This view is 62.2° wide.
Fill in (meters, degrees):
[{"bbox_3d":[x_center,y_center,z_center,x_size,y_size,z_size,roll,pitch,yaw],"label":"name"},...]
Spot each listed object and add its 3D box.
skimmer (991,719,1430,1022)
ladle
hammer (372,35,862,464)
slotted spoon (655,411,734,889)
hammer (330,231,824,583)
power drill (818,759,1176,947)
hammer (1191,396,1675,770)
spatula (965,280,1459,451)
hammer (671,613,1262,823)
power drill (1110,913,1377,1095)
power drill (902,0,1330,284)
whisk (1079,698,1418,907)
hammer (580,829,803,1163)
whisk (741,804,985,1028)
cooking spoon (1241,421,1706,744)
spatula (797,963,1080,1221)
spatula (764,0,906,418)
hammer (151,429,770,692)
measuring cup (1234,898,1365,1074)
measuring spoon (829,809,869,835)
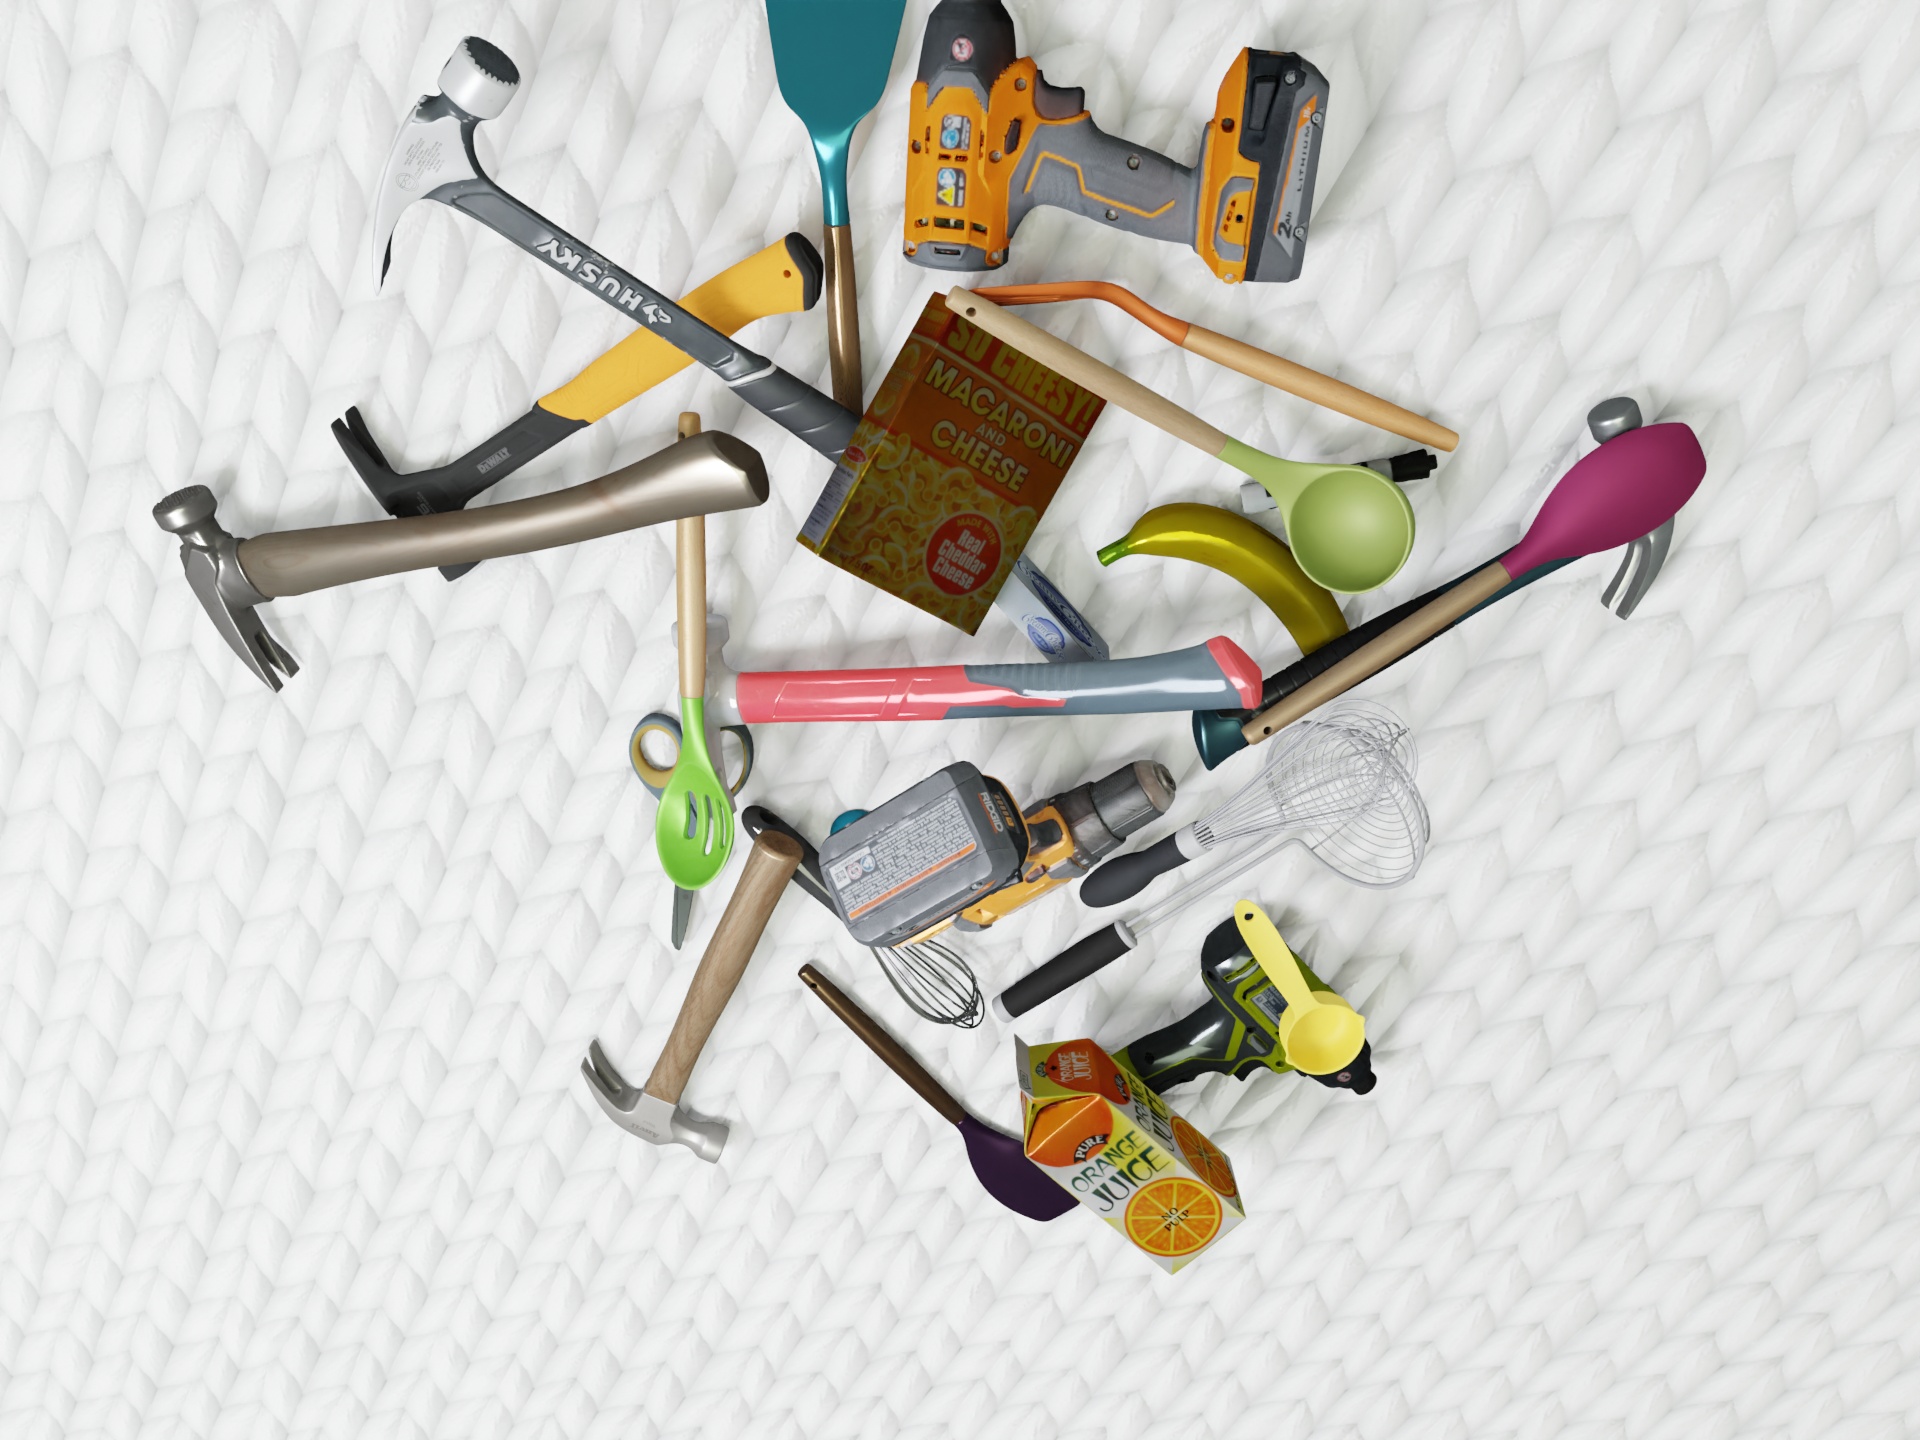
[{"bbox_3d":[0.157,0.127,1.106,0.363,0.090,0.127,-35,87,22],"label":"skimmer"},{"bbox_3d":[0.131,-0.166,0.925,0.320,0.062,0.078,25,126,-20],"label":"ladle"},{"bbox_3d":[-0.142,-0.207,0.921,0.408,0.036,0.149,30,126,-30],"label":"hammer"},{"bbox_3d":[-0.172,-0.041,1.029,0.070,0.031,0.313,13,110,33],"label":"slotted spoon"},{"bbox_3d":[-0.230,-0.207,0.975,0.337,0.034,0.127,-25,114,22],"label":"hammer"},{"bbox_3d":[0.033,0.078,1.031,0.185,0.226,0.084,-31,73,19],"label":"power drill"},{"bbox_3d":[0.292,-0.065,0.999,0.331,0.033,0.128,-30,114,7],"label":"hammer"},{"bbox_3d":[0.152,-0.214,0.952,0.322,0.081,0.041,19,96,-11],"label":"spatula"},{"bbox_3d":[-0.002,-0.003,1.020,0.386,0.038,0.143,-1,106,19],"label":"hammer"},{"bbox_3d":[0.186,0.265,1.187,0.223,0.080,0.171,-39,108,18],"label":"power drill"},{"bbox_3d":[0.083,-0.328,0.880,0.226,0.084,0.164,6,117,5],"label":"power drill"},{"bbox_3d":[0.176,0.065,1.036,0.070,0.070,0.284,42,133,-17],"label":"whisk"},{"bbox_3d":[-0.192,0.206,1.191,0.130,0.031,0.331,23,123,-7],"label":"hammer"},{"bbox_3d":[-0.070,0.143,1.161,0.055,0.055,0.239,-41,104,22],"label":"whisk"},{"bbox_3d":[0.309,-0.076,0.968,0.319,0.017,0.068,-34,114,9],"label":"cooking spoon"},{"bbox_3d":[-0.019,0.297,1.250,0.060,0.018,0.315,-34,111,21],"label":"spatula"},{"bbox_3d":[-0.069,-0.275,0.951,0.082,0.044,0.317,2,123,4],"label":"spatula"},{"bbox_3d":[-0.308,-0.109,1.002,0.410,0.038,0.146,-7,123,19],"label":"hammer"},{"bbox_3d":[0.226,0.178,1.097,0.062,0.029,0.156,-31,110,6],"label":"measuring cup"},{"bbox_3d":[-0.039,0.110,1.150,0.128,0.021,0.042,34,115,-12],"label":"measuring spoon"}]
